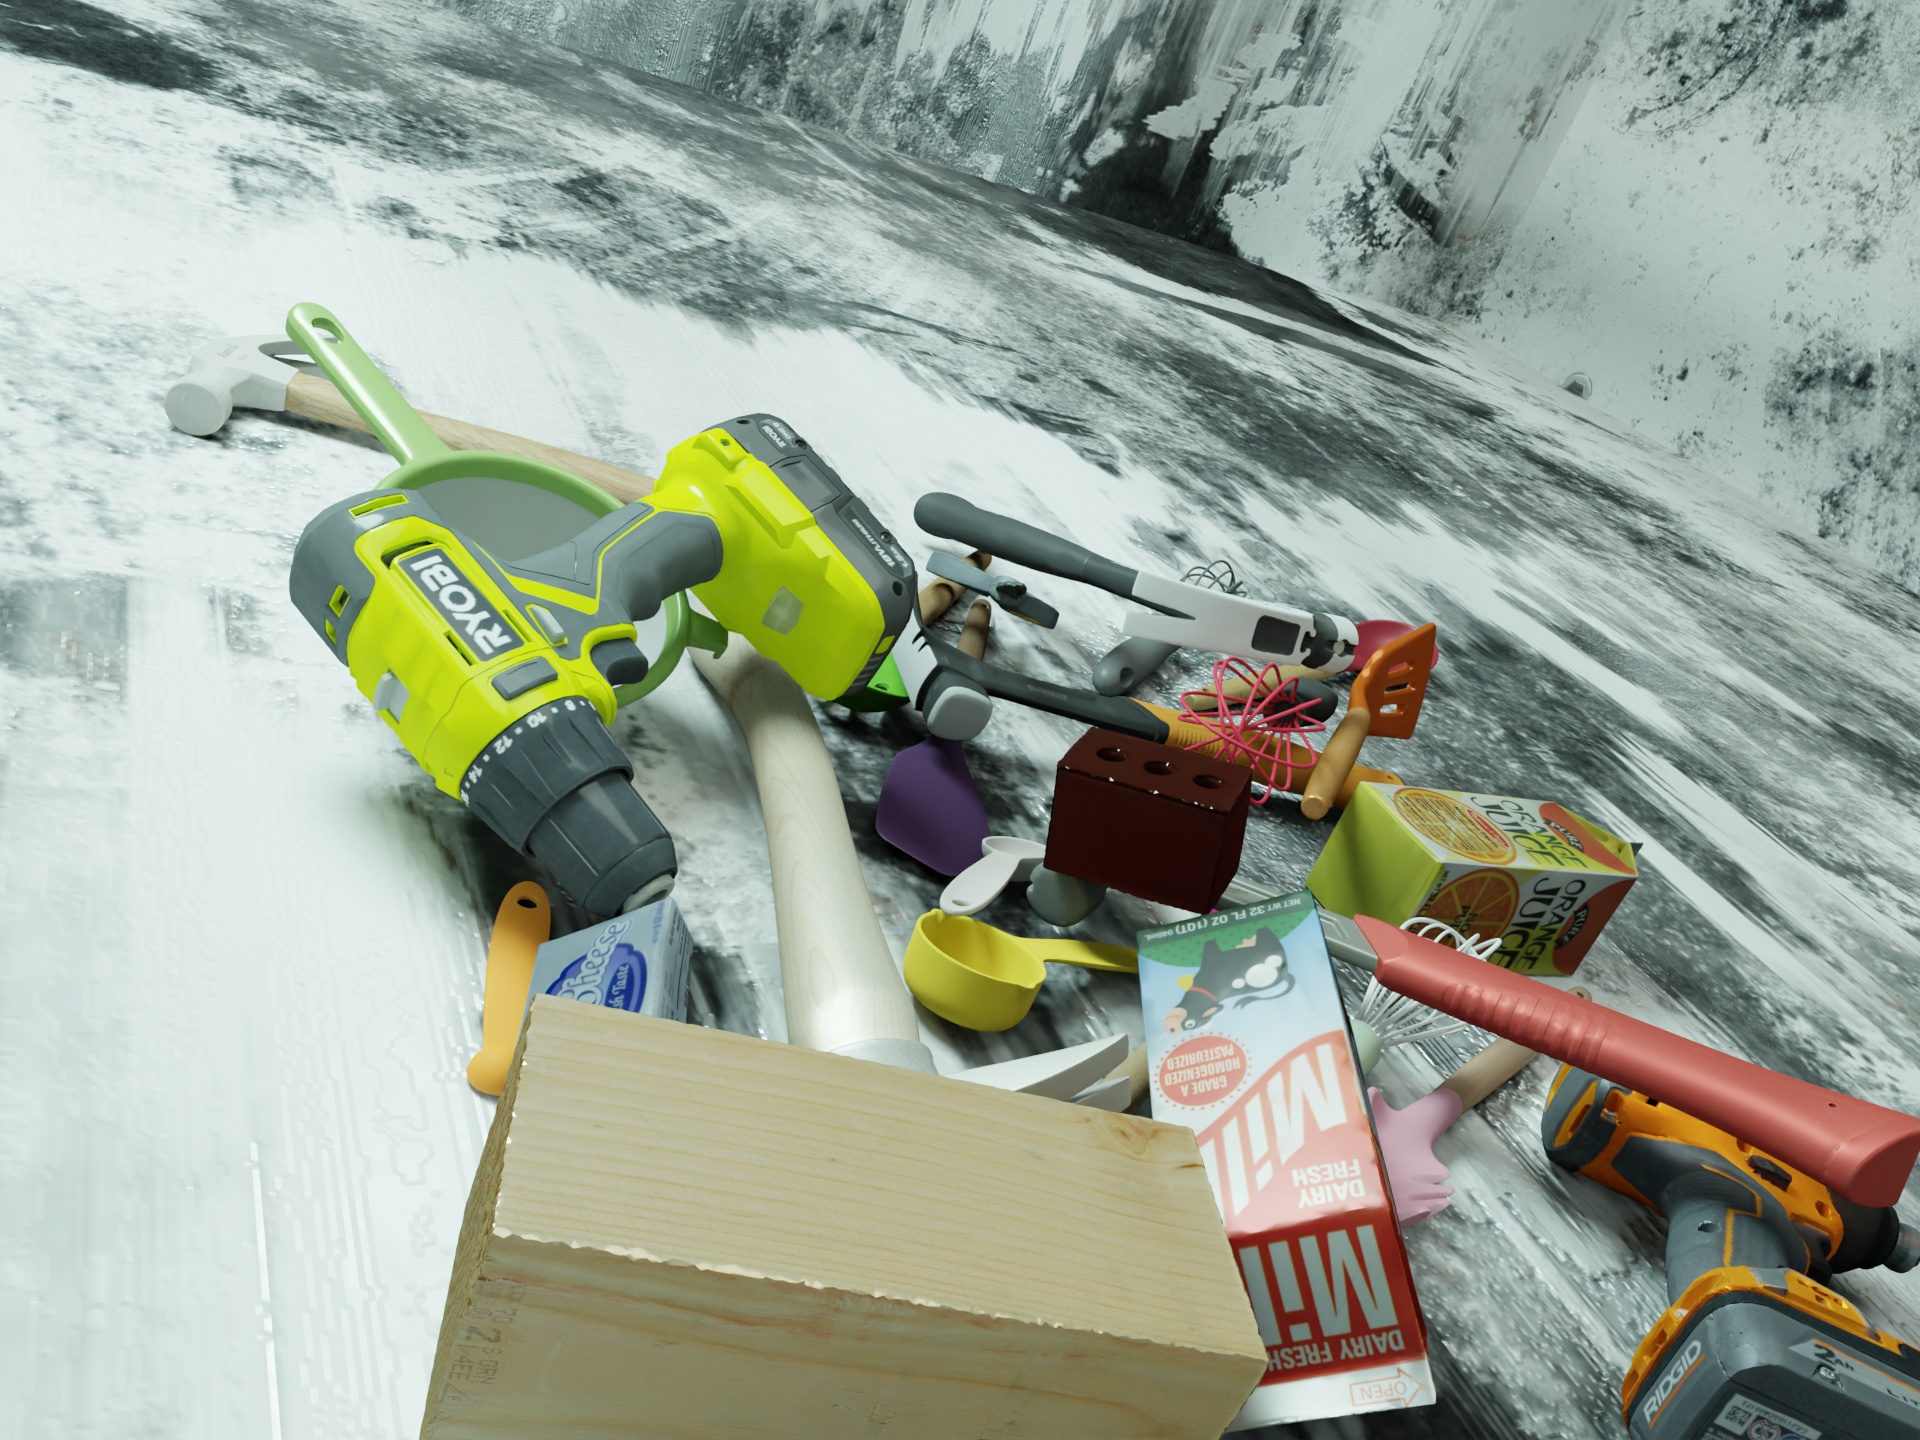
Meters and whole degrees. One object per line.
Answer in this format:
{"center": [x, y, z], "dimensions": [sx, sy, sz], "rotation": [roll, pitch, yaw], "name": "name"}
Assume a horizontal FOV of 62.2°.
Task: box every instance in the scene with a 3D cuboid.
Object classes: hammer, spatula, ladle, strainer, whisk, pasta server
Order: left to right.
{"center": [-0.238, -0.085, 0.733], "dimensions": [0.256, 0.069, 0.151], "rotation": [48, 41, 13], "name": "strainer"}
{"center": [-0.274, -0.159, 0.935], "dimensions": [0.331, 0.031, 0.130], "rotation": [15, 27, -16], "name": "hammer"}
{"center": [-0.058, 0.039, 0.678], "dimensions": [0.146, 0.038, 0.411], "rotation": [-10, 31, -10], "name": "hammer"}
{"center": [-0.001, -0.003, 0.869], "dimensions": [0.059, 0.018, 0.316], "rotation": [31, 25, -9], "name": "spatula"}
{"center": [0.070, -0.094, 0.963], "dimensions": [0.146, 0.035, 0.335], "rotation": [7, 13, -37], "name": "hammer"}
{"center": [0.116, 0.003, 0.900], "dimensions": [0.336, 0.034, 0.127], "rotation": [16, 27, -25], "name": "hammer"}
{"center": [0.142, -0.061, 1.067], "dimensions": [0.055, 0.055, 0.239], "rotation": [31, 30, 16], "name": "whisk"}
{"center": [0.171, -0.002, 0.856], "dimensions": [0.073, 0.073, 0.296], "rotation": [30, 14, 16], "name": "whisk"}
{"center": [0.249, -0.034, 1.123], "dimensions": [0.069, 0.031, 0.315], "rotation": [36, 30, 31], "name": "ladle"}
{"center": [0.181, 0.141, 0.709], "dimensions": [0.246, 0.059, 0.058], "rotation": [-19, 75, -49], "name": "whisk"}
{"center": [0.235, 0.006, 0.913], "dimensions": [0.041, 0.081, 0.322], "rotation": [13, 18, 17], "name": "spatula"}
{"center": [0.215, 0.109, 0.689], "dimensions": [0.359, 0.036, 0.149], "rotation": [20, 25, 28], "name": "hammer"}
{"center": [0.236, 0.161, 0.723], "dimensions": [0.316, 0.040, 0.060], "rotation": [-11, 54, -51], "name": "pasta server"}

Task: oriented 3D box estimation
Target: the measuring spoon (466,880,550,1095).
{"center": [-0.159, 0.090, 0.569], "dimensions": [0.021, 0.011, 0.117], "rotation": [15, 27, -16], "name": "measuring spoon"}

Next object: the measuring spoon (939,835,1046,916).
{"center": [0.013, 0.074, 0.711], "dimensions": [0.034, 0.018, 0.124], "rotation": [12, 12, 15], "name": "measuring spoon"}

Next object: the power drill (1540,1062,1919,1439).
{"center": [0.328, 0.225, 0.627], "dimensions": [0.164, 0.084, 0.226], "rotation": [24, 21, 3], "name": "power drill"}

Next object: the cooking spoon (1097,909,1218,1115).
{"center": [0.081, 0.140, 0.656], "dimensions": [0.069, 0.017, 0.319], "rotation": [42, 31, 16], "name": "cooking spoon"}

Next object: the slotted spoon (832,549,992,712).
{"center": [-0.025, -0.062, 0.956], "dimensions": [0.070, 0.031, 0.314], "rotation": [26, 24, 6], "name": "slotted spoon"}

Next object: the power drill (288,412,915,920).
{"center": [-0.126, -0.032, 0.655], "dimensions": [0.191, 0.080, 0.228], "rotation": [47, 44, 12], "name": "power drill"}

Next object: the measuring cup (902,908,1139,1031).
{"center": [0.036, 0.111, 0.683], "dimensions": [0.156, 0.029, 0.062], "rotation": [12, 16, -47], "name": "measuring cup"}
